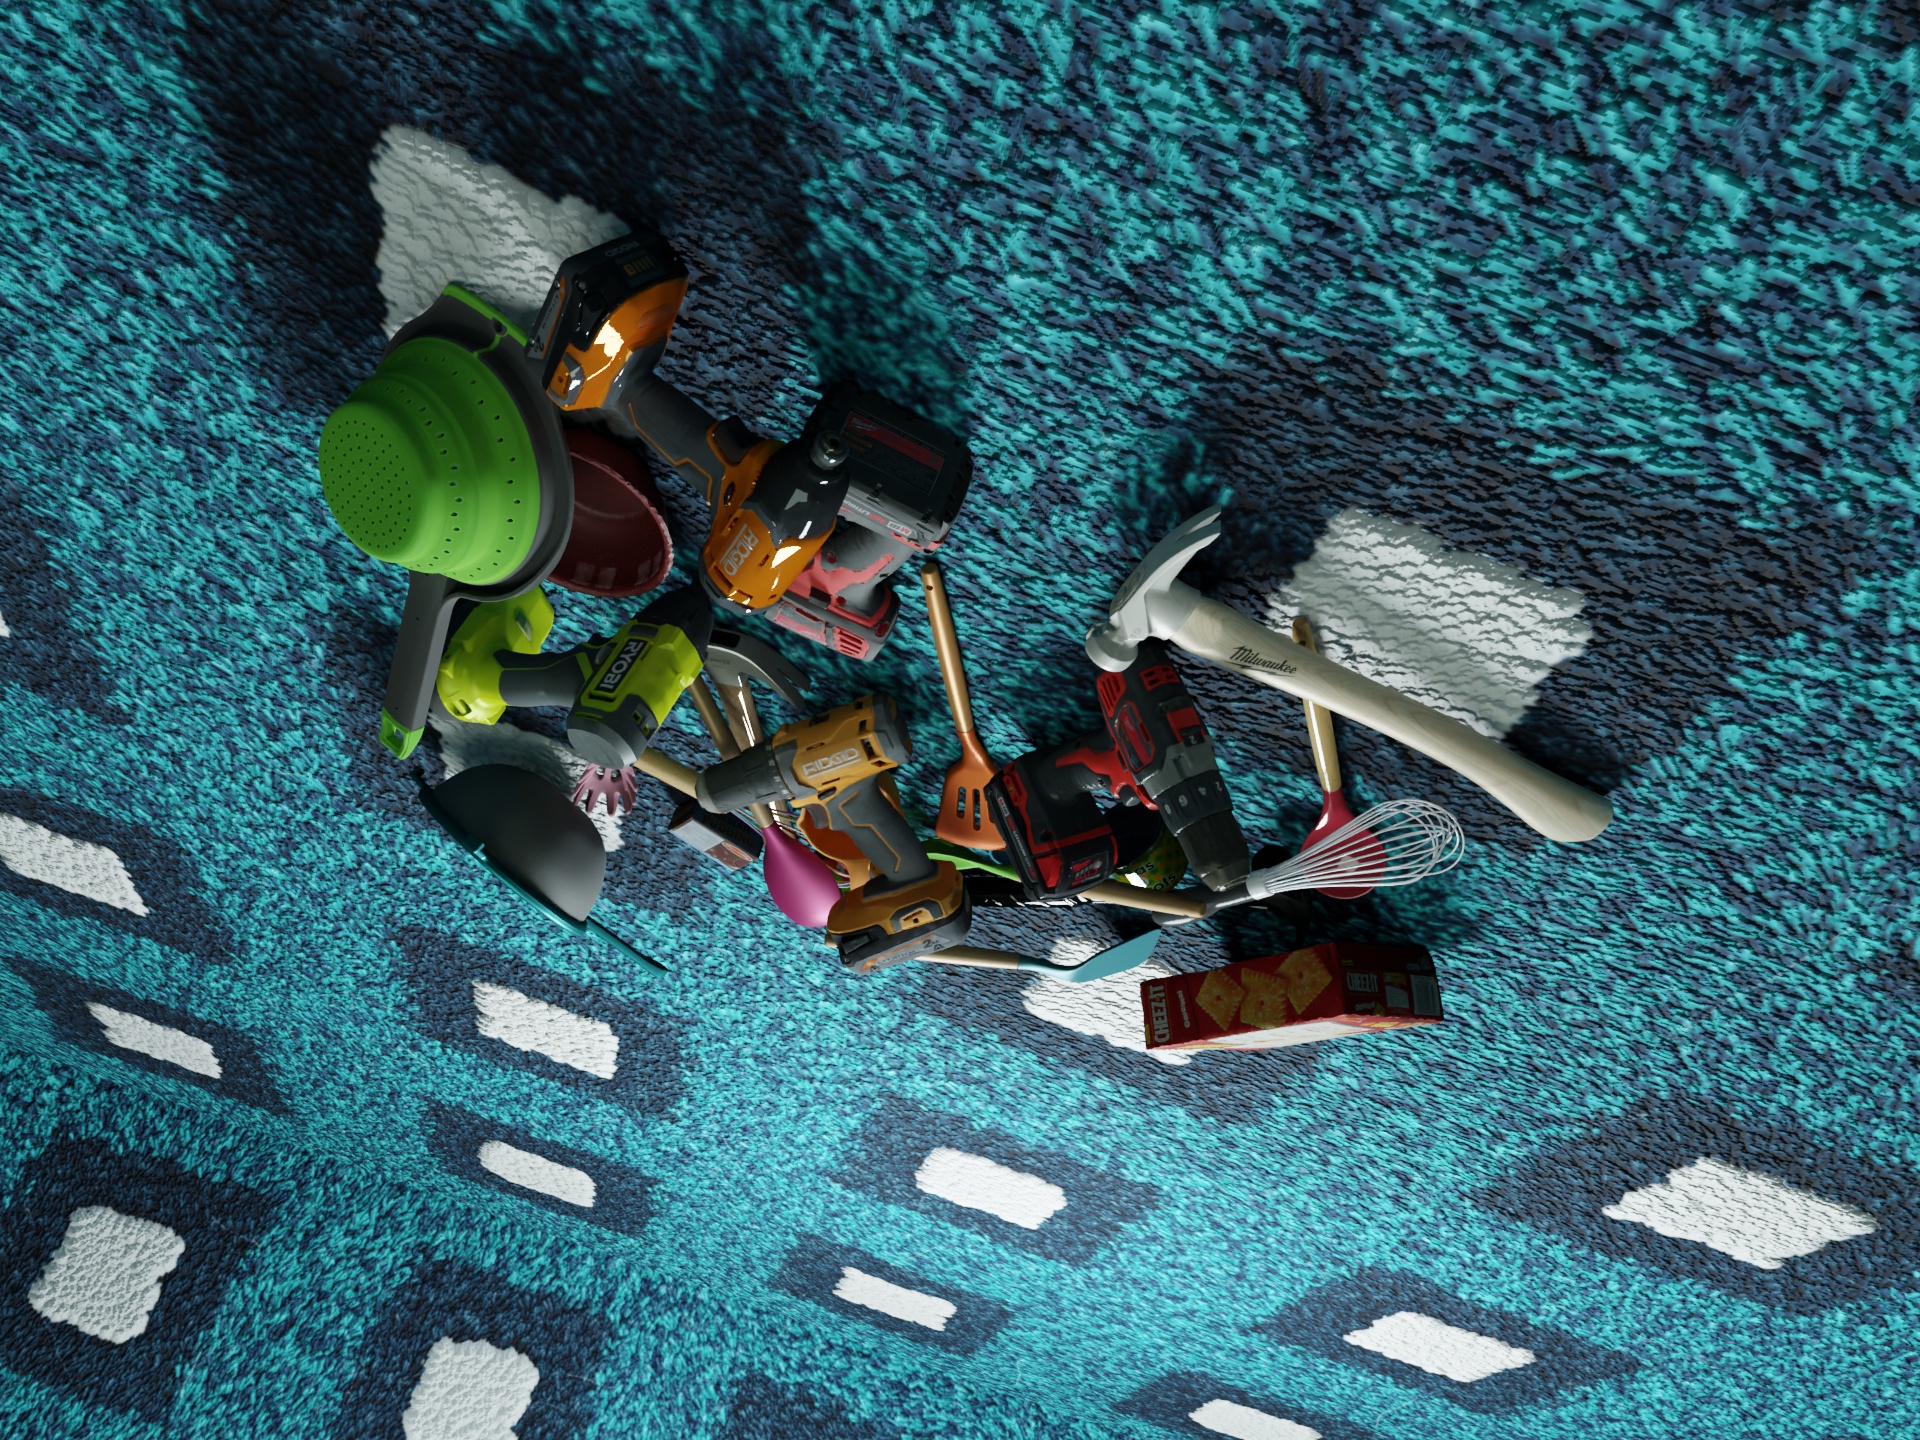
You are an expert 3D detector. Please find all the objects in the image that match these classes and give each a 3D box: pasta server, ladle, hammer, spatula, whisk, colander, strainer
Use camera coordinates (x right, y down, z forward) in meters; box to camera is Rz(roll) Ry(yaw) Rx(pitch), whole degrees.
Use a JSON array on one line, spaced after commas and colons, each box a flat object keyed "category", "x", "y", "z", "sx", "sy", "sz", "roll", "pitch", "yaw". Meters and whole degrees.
[{"category": "pasta server", "x": -0.303, "y": 0.013, "z": 1.427, "sx": 0.060, "sy": 0.040, "sz": 0.316, "roll": 10, "pitch": 154, "yaw": -16}, {"category": "ladle", "x": 0.281, "y": 0.034, "z": 1.223, "sx": 0.069, "sy": 0.031, "sz": 0.315, "roll": -7, "pitch": 137, "yaw": 16}, {"category": "hammer", "x": 0.122, "y": 0.161, "z": 1.457, "sx": 0.409, "sy": 0.036, "sz": 0.149, "roll": -1, "pitch": 146, "yaw": 29}, {"category": "spatula", "x": -0.002, "y": -0.004, "z": 1.289, "sx": 0.081, "sy": 0.041, "sz": 0.322, "roll": 8, "pitch": 143, "yaw": 17}, {"category": "whisk", "x": -0.191, "y": 0.088, "z": 1.443, "sx": 0.244, "sy": 0.051, "sz": 0.047, "roll": 29, "pitch": 149, "yaw": -16}, {"category": "colander", "x": -0.402, "y": -0.112, "z": 1.143, "sx": 0.205, "sy": 0.094, "sz": 0.396, "roll": 38, "pitch": 126, "yaw": 16}, {"category": "spatula", "x": 0.029, "y": 0.217, "z": 1.513, "sx": 0.317, "sy": 0.044, "sz": 0.082, "roll": 7, "pitch": 147, "yaw": -3}, {"category": "hammer", "x": -0.183, "y": 0.032, "z": 1.429, "sx": 0.130, "sy": 0.031, "sz": 0.331, "roll": 10, "pitch": 144, "yaw": 13}, {"category": "whisk", "x": 0.266, "y": 0.121, "z": 1.265, "sx": 0.284, "sy": 0.070, "sz": 0.070, "roll": -23, "pitch": 128, "yaw": 38}, {"category": "hammer", "x": 0.299, "y": -0.015, "z": 1.122, "sx": 0.410, "sy": 0.038, "sz": 0.146, "roll": 24, "pitch": 135, "yaw": -15}, {"category": "strainer", "x": -0.386, "y": 0.146, "z": 1.600, "sx": 0.211, "sy": 0.095, "sz": 0.340, "roll": 30, "pitch": 167, "yaw": 51}]

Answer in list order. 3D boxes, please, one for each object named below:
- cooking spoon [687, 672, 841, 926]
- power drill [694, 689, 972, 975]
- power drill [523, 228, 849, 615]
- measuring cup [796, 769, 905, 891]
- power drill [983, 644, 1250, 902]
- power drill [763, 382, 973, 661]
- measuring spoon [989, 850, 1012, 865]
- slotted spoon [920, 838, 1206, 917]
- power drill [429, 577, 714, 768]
[{"category": "cooking spoon", "x": -0.179, "y": 0.070, "z": 1.386, "sx": 0.069, "sy": 0.017, "sz": 0.318, "roll": -9, "pitch": 126, "yaw": 19}, {"category": "power drill", "x": -0.104, "y": 0.102, "z": 1.349, "sx": 0.185, "sy": 0.084, "sz": 0.226, "roll": -19, "pitch": 111, "yaw": 9}, {"category": "power drill", "x": -0.162, "y": -0.192, "z": 0.998, "sx": 0.226, "sy": 0.084, "sz": 0.164, "roll": 51, "pitch": 141, "yaw": 2}, {"category": "measuring cup", "x": -0.092, "y": 0.112, "z": 1.428, "sx": 0.095, "sy": 0.052, "sz": 0.173, "roll": -5, "pitch": 119, "yaw": 2}, {"category": "power drill", "x": 0.124, "y": 0.068, "z": 1.222, "sx": 0.080, "sy": 0.188, "sz": 0.226, "roll": -14, "pitch": 163, "yaw": -33}, {"category": "power drill", "x": -0.089, "y": -0.132, "z": 1.129, "sx": 0.143, "sy": 0.079, "sz": 0.219, "roll": 26, "pitch": 147, "yaw": -9}, {"category": "measuring spoon", "x": 0.075, "y": 0.094, "z": 1.413, "sx": 0.042, "sy": 0.021, "sz": 0.128, "roll": 33, "pitch": 134, "yaw": -24}, {"category": "slotted spoon", "x": 0.074, "y": 0.136, "z": 1.370, "sx": 0.314, "sy": 0.031, "sz": 0.070, "roll": 7, "pitch": 170, "yaw": 39}, {"category": "power drill", "x": -0.310, "y": -0.054, "z": 1.267, "sx": 0.223, "sy": 0.171, "sz": 0.080, "roll": 9, "pitch": 145, "yaw": 28}]
